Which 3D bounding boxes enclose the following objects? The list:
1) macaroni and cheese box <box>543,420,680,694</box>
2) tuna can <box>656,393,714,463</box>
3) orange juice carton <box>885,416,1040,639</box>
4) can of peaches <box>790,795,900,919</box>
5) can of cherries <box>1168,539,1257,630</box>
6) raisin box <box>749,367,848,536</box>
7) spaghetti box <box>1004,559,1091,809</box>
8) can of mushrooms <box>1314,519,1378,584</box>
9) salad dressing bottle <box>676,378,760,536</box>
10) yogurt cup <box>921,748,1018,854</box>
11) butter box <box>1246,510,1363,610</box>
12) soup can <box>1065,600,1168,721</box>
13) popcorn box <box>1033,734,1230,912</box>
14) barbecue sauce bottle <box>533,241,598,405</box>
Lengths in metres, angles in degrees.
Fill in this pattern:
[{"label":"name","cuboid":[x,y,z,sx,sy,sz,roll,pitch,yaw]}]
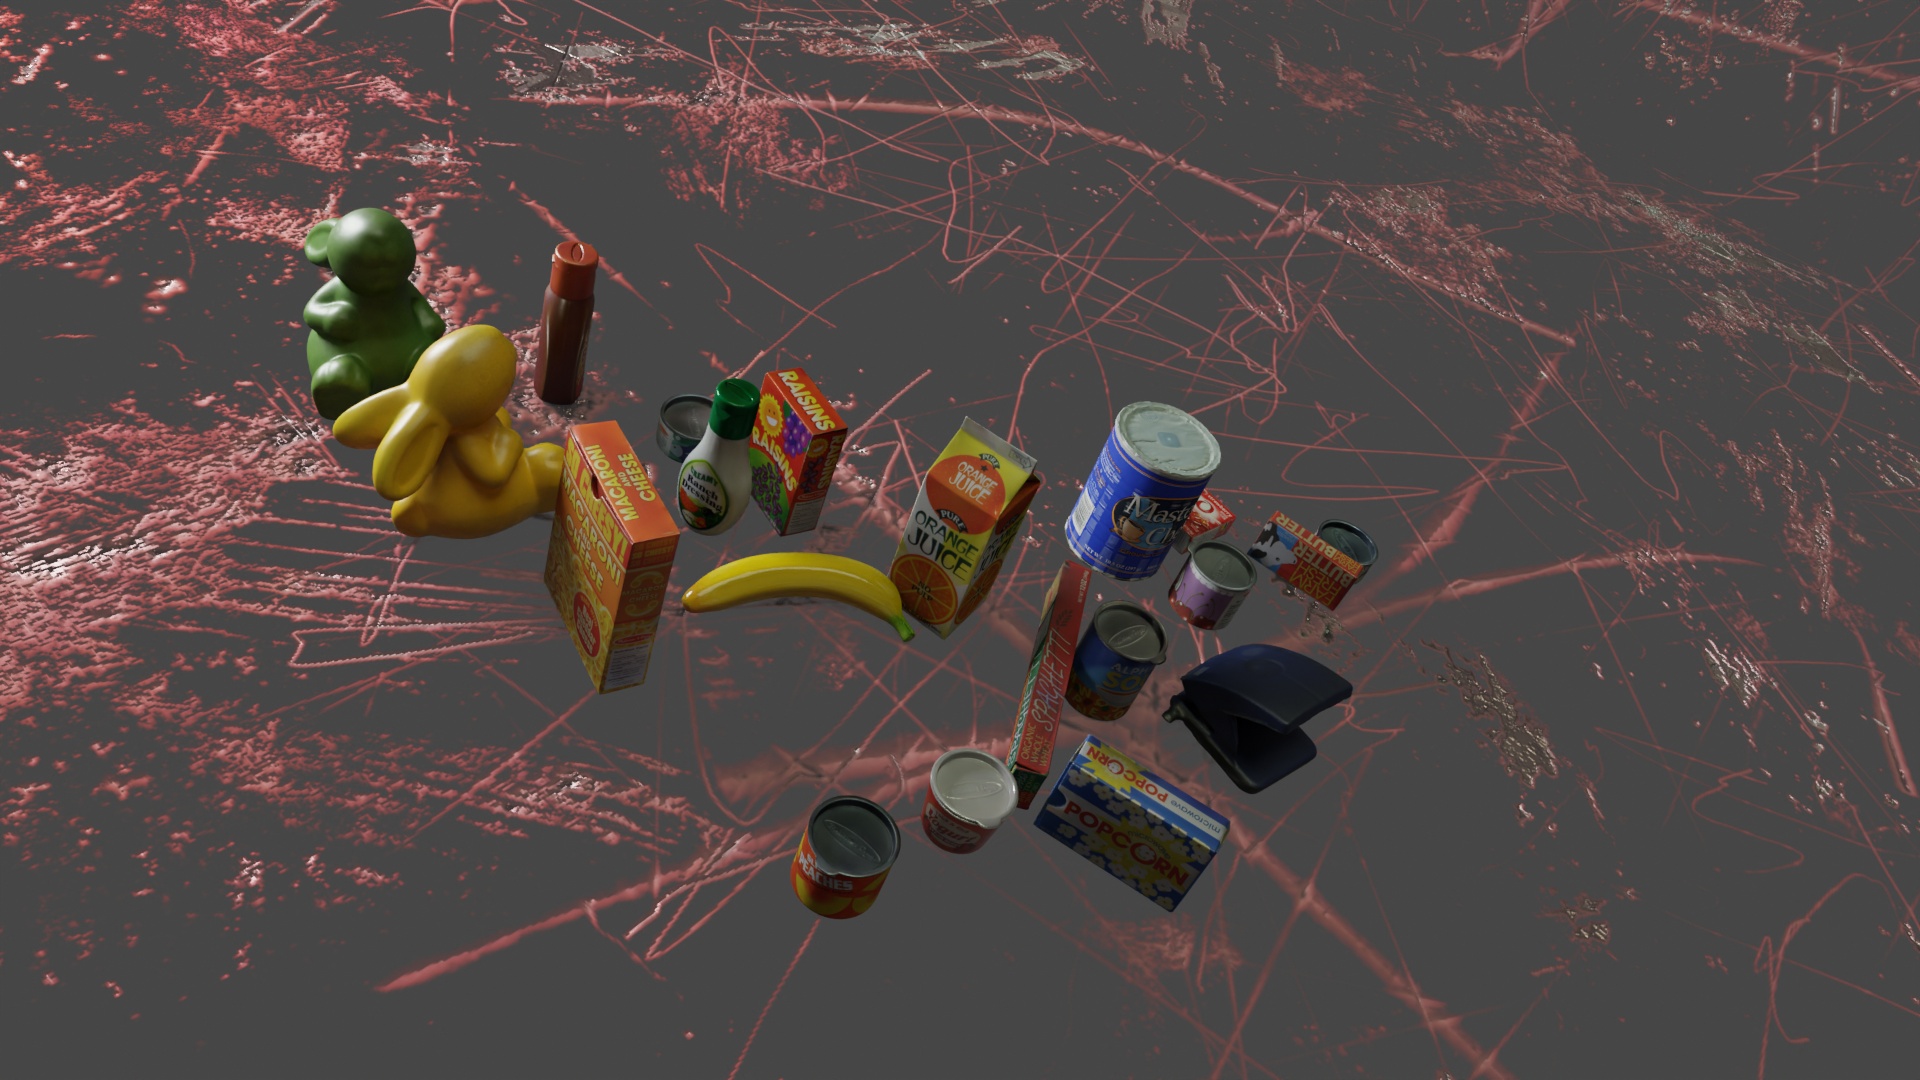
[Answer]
[{"label":"macaroni and cheese box","cuboid":[-0.263,0.014,1.030,0.040,0.165,0.124,-12,52,-34]},{"label":"tuna can","cuboid":[-0.240,-0.101,1.265,0.071,0.032,0.071,13,42,-12]},{"label":"orange juice carton","cuboid":[0.004,-0.015,1.161,0.072,0.191,0.073,35,42,13]},{"label":"can of peaches","cuboid":[-0.083,0.223,0.971,0.071,0.057,0.071,13,42,-12]},{"label":"can of cherries","cuboid":[0.235,0.041,1.309,0.071,0.058,0.072,13,42,-12]},{"label":"raisin box","cuboid":[-0.147,-0.077,1.212,0.040,0.122,0.086,-14,53,-35]},{"label":"spaghetti box","cuboid":[0.072,0.115,1.162,0.029,0.049,0.251,21,41,-2]},{"label":"can of mushrooms","cuboid":[0.390,0.012,1.428,0.071,0.033,0.071,13,42,-12]},{"label":"salad dressing bottle","cuboid":[-0.200,-0.069,1.162,0.064,0.146,0.044,36,42,14]},{"label":"yogurt cup","cuboid":[0.004,0.198,1.040,0.072,0.053,0.073,13,42,-12]},{"label":"butter box","cuboid":[0.343,0.020,1.383,0.103,0.052,0.024,35,42,13]},{"label":"soup can","cuboid":[0.130,0.105,1.174,0.071,0.083,0.072,13,42,-12]},{"label":"popcorn box","cuboid":[0.129,0.215,1.054,0.127,0.084,0.038,31,41,9]},{"label":"barbecue sauce bottle","cuboid":[-0.348,-0.193,1.227,0.044,0.147,0.065,7,43,-18]}]
